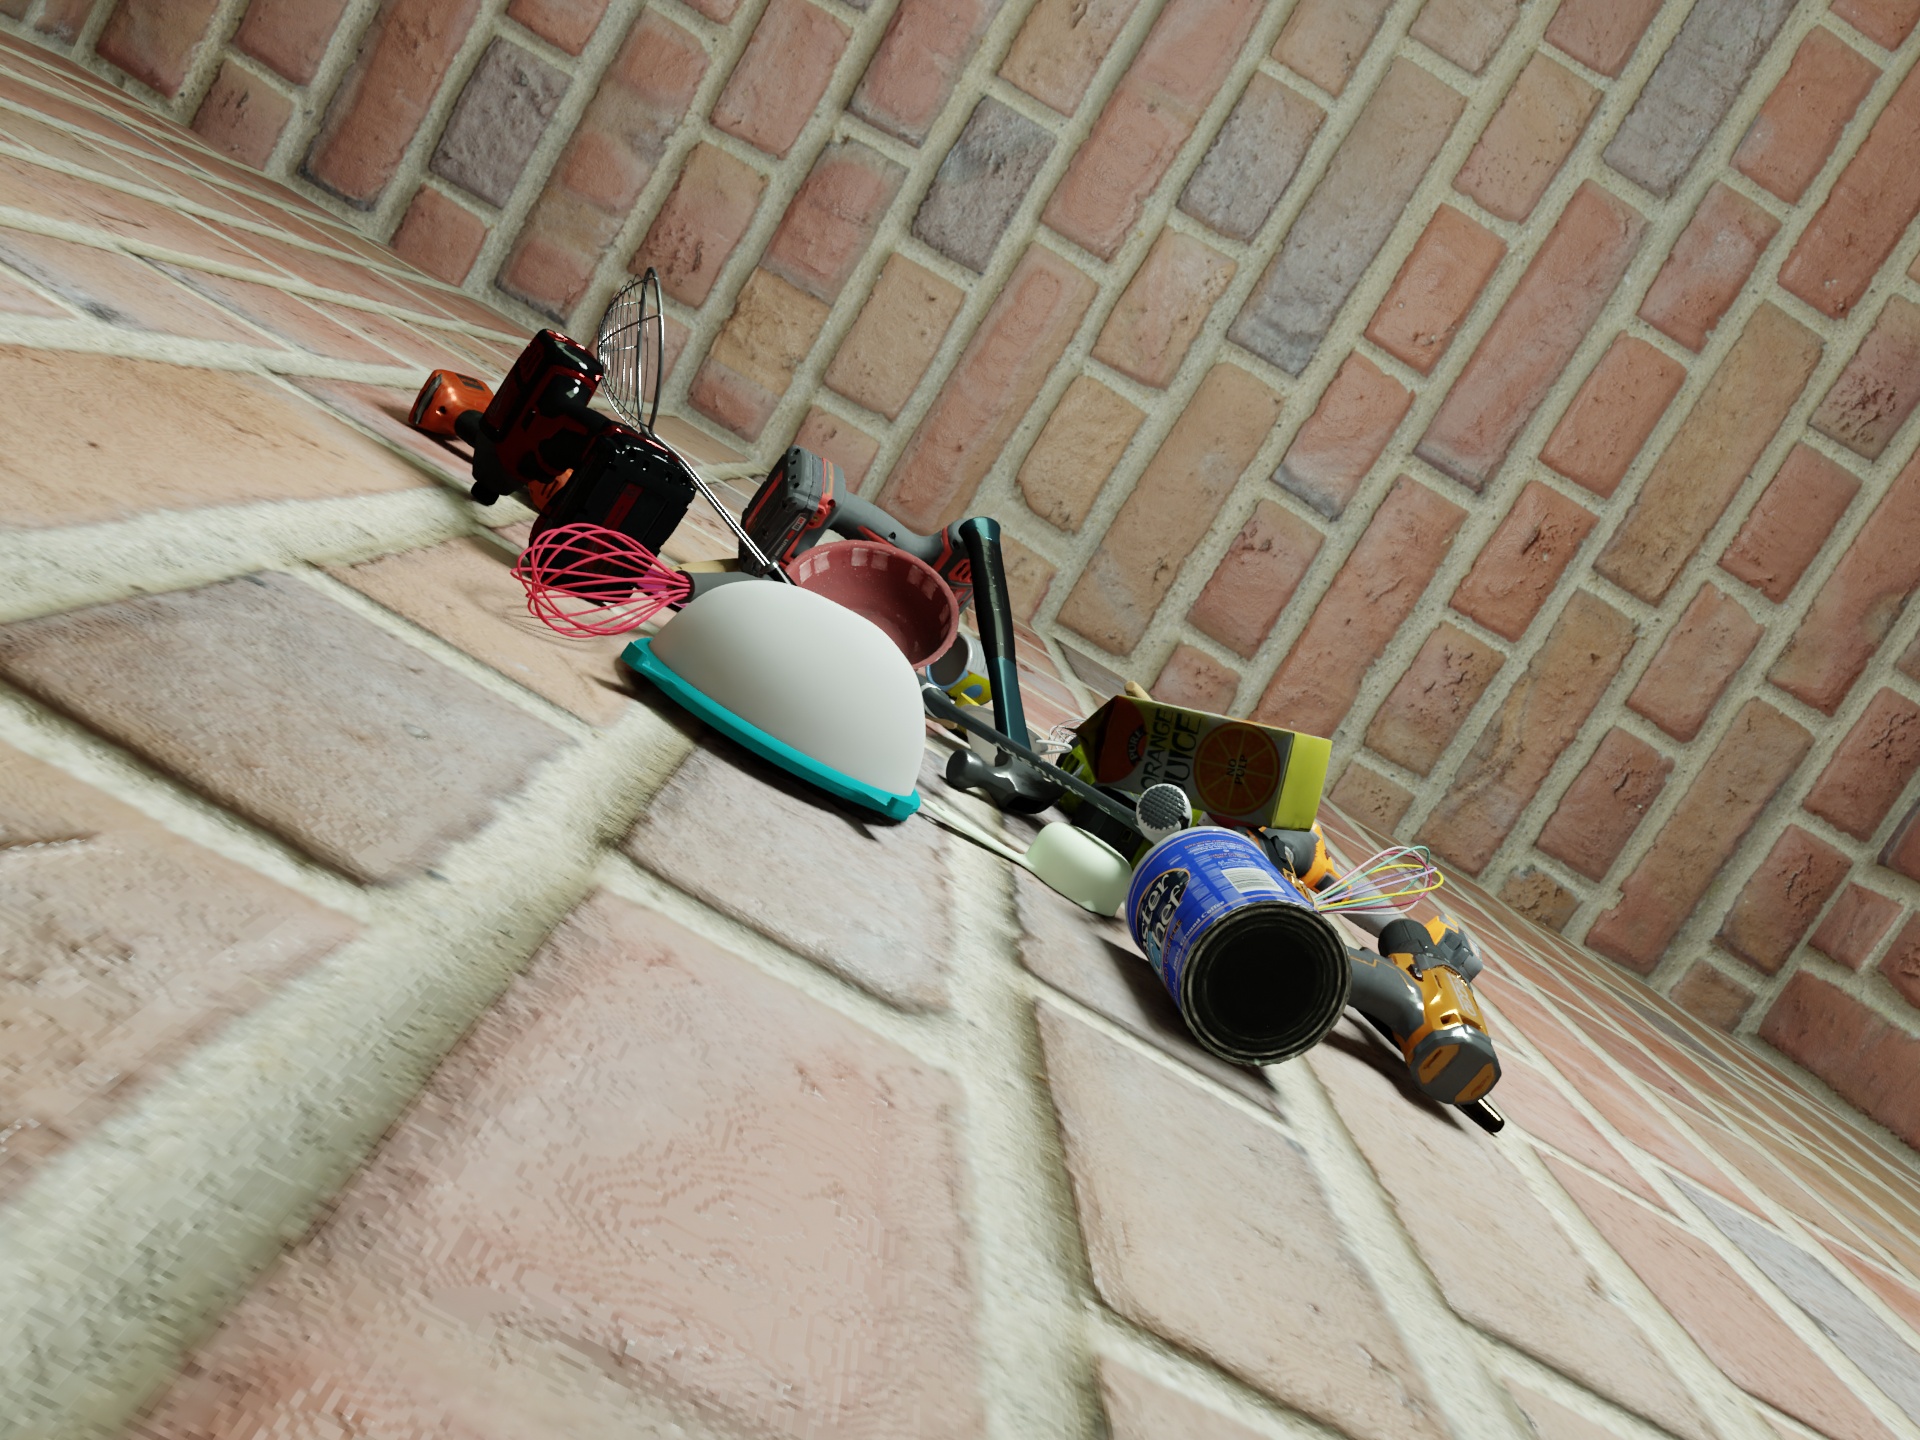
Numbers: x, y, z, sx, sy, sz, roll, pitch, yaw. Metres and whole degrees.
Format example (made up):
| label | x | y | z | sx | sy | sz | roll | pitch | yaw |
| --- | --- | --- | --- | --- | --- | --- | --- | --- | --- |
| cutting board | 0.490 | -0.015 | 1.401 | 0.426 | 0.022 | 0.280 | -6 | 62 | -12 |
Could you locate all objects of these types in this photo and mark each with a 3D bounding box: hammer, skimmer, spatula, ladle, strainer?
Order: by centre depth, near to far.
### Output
| label | x | y | z | sx | sy | sz | roll | pitch | yaw |
| --- | --- | --- | --- | --- | --- | --- | --- | --- | --- |
| strainer | -0.097 | -0.039 | 1.084 | 0.211 | 0.095 | 0.340 | 30 | 6 | -3 |
| hammer | -0.002 | -0.004 | 1.175 | 0.409 | 0.036 | 0.149 | 31 | -14 | 22 |
| spatula | 0.314 | 0.209 | 1.251 | 0.044 | 0.082 | 0.318 | 9 | 26 | -39 |
| skimmer | -0.170 | -0.188 | 1.279 | 0.363 | 0.090 | 0.127 | 52 | -15 | -13 |
| hammer | 0.033 | -0.057 | 1.353 | 0.128 | 0.033 | 0.331 | 23 | 41 | -30 |
| strainer | -0.021 | -0.012 | 1.415 | 0.259 | 0.050 | 0.086 | 28 | -15 | 24 |
| ladle | 0.209 | 0.038 | 1.452 | 0.069 | 0.031 | 0.315 | 31 | -8 | 36 |
| ladle | -0.213 | -0.137 | 1.512 | 0.078 | 0.062 | 0.320 | 34 | 15 | 8 |

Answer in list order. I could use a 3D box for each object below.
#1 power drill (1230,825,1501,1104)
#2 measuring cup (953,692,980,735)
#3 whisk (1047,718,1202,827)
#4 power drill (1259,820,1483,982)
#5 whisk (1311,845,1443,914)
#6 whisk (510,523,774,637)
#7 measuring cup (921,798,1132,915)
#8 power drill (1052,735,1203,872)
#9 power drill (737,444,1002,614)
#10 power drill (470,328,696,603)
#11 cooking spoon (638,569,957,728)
| label | x | y | z | sx | sy | sz | roll | pitch | yaw |
| --- | --- | --- | --- | --- | --- | --- | --- | --- | --- |
| power drill | 0.275 | 0.165 | 1.153 | 0.226 | 0.084 | 0.185 | 30 | 22 | -10 |
| measuring cup | 0.047 | 0.029 | 1.496 | 0.156 | 0.029 | 0.062 | 40 | 2 | -30 |
| whisk | 0.202 | 0.092 | 1.544 | 0.284 | 0.070 | 0.070 | 37 | 9 | 7 |
| power drill | 0.364 | 0.172 | 1.458 | 0.226 | 0.084 | 0.164 | 40 | 11 | 13 |
| whisk | 0.294 | 0.143 | 1.257 | 0.245 | 0.051 | 0.047 | -12 | 49 | -33 |
| whisk | -0.199 | -0.091 | 1.071 | 0.073 | 0.073 | 0.295 | 33 | 14 | 17 |
| measuring cup | 0.049 | 0.081 | 1.100 | 0.167 | 0.038 | 0.083 | 30 | 8 | -22 |
| power drill | 0.162 | 0.092 | 1.332 | 0.171 | 0.080 | 0.223 | 29 | 12 | -12 |
| power drill | -0.097 | -0.144 | 1.506 | 0.226 | 0.188 | 0.080 | 22 | 42 | -26 |
| power drill | -0.292 | -0.185 | 1.167 | 0.078 | 0.143 | 0.220 | 24 | 17 | -45 |
| cooking spoon | -0.144 | -0.065 | 1.270 | 0.319 | 0.017 | 0.068 | 25 | 8 | 11 |
